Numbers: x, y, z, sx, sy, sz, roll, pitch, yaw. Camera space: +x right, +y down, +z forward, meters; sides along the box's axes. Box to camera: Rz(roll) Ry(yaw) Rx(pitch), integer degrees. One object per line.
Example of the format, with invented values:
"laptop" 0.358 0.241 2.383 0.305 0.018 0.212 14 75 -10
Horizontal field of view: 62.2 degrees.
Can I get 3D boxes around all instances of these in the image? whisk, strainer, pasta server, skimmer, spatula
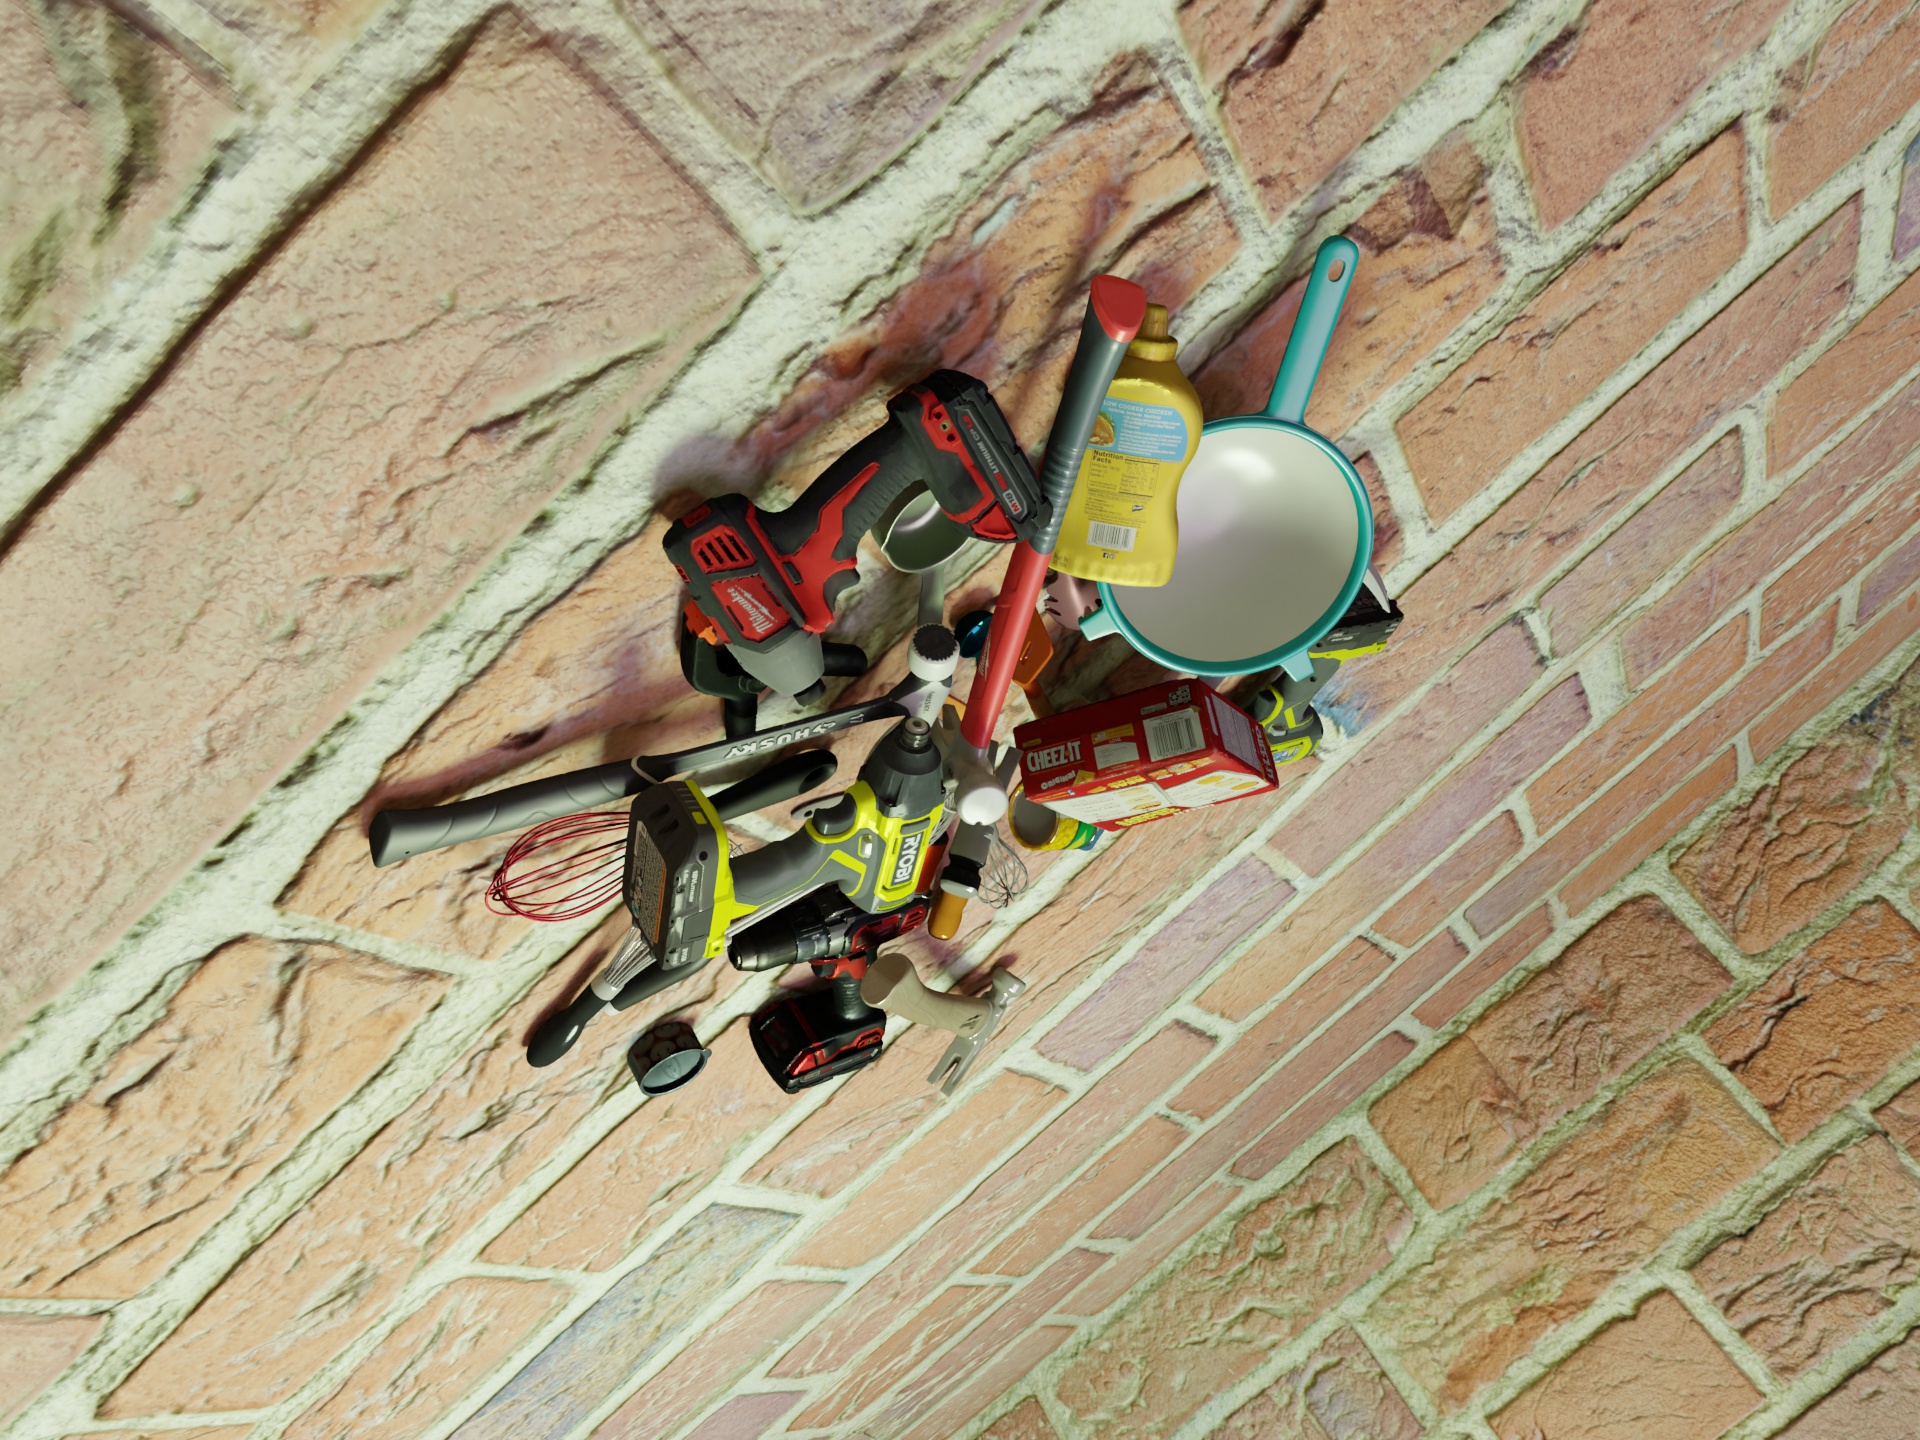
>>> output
"whisk" -0.262 0.191 1.269 0.284 0.070 0.070 -46 148 21
"strainer" 0.217 -0.201 1.196 0.211 0.095 0.340 10 116 -11
"whisk" 0.021 0.103 1.448 0.055 0.055 0.238 -31 143 -10
"pasta server" 0.056 -0.151 1.170 0.060 0.040 0.315 -38 144 1
"skimmer" -0.153 0.123 1.299 0.363 0.090 0.127 -31 148 13
"whisk" -0.212 0.078 1.173 0.296 0.073 0.073 -22 146 -34
"spatula" 0.074 -0.019 1.336 0.041 0.081 0.322 -25 154 3

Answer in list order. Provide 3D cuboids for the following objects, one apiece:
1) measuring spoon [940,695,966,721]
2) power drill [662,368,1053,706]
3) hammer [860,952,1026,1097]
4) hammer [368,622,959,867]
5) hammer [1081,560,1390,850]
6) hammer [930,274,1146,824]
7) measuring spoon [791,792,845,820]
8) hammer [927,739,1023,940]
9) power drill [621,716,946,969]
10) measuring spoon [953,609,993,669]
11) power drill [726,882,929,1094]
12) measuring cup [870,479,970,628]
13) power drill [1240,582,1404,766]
"measuring spoon" -0.002 -0.004 1.312 0.021 0.011 0.116 -41 148 6
"power drill" -0.061 -0.113 1.002 0.219 0.079 0.143 -33 110 -5
"hammer" -0.028 0.284 1.525 0.146 0.038 0.410 -56 160 -5
"hammer" -0.198 0.031 1.099 0.409 0.036 0.149 -15 152 -19
"hammer" 0.219 -0.020 1.439 0.144 0.035 0.405 30 123 -10
"hammer" 0.045 -0.123 1.102 0.038 0.143 0.386 5 121 -21
"measuring spoon" -0.084 0.070 1.321 0.124 0.018 0.034 -13 141 -33
"hammer" 0.002 0.127 1.379 0.336 0.034 0.127 105 3 -69
"power drill" -0.117 0.082 1.125 0.223 0.080 0.171 -14 137 -31
"measuring spoon" 0.014 -0.053 1.266 0.042 0.021 0.128 -42 159 -11
"power drill" -0.133 0.236 1.436 0.188 0.080 0.226 -15 139 -32
"measuring cup" -0.028 -0.115 1.121 0.083 0.038 0.167 -25 148 -20
"power drill" 0.302 -0.033 1.517 0.190 0.080 0.228 -11 143 -36
